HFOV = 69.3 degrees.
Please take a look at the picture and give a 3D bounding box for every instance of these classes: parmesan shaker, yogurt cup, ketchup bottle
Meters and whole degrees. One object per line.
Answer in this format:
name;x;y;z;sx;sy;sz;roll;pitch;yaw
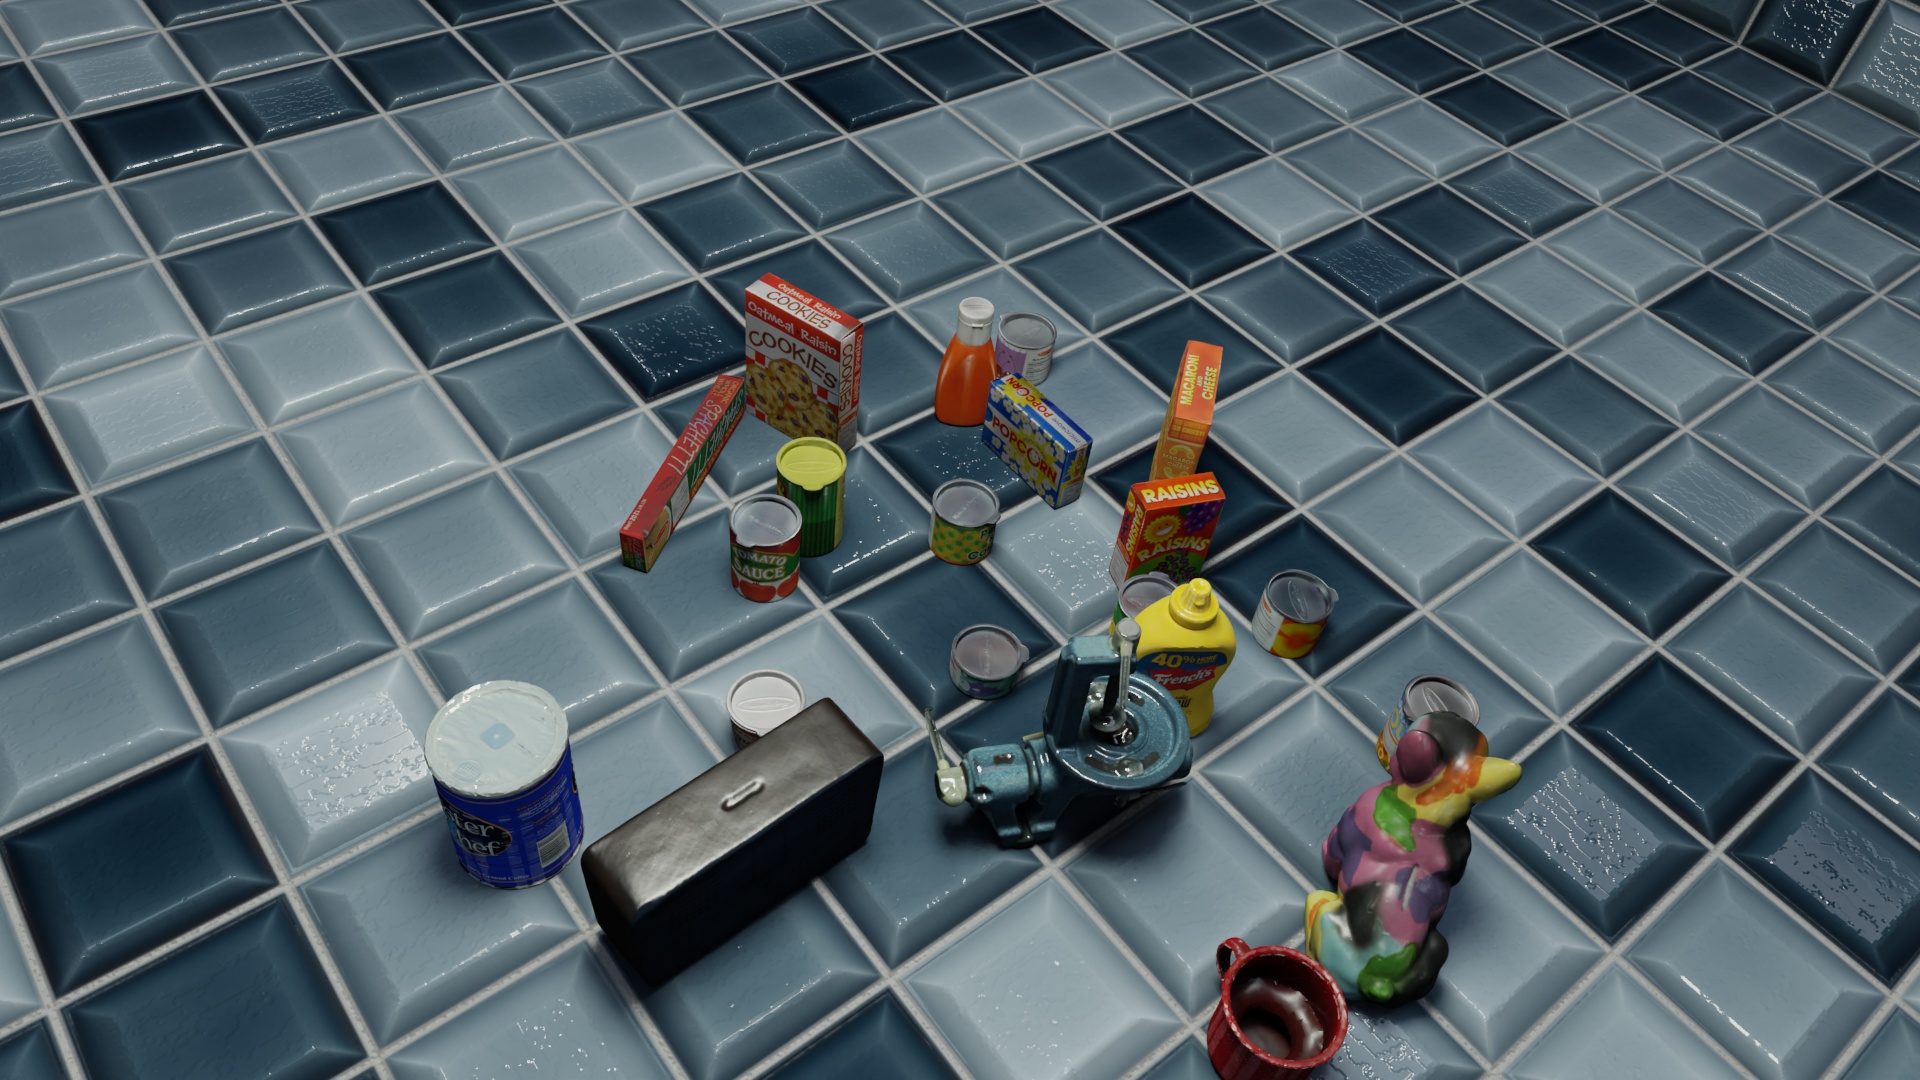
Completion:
parmesan shaker;-0.145;-0.039;1.342;0.071;0.102;0.072;4;47;-4
yogurt cup;-0.167;0.152;1.195;0.072;0.053;0.073;4;47;-4
ketchup bottle;0.010;-0.188;1.472;0.065;0.148;0.044;0;47;-8

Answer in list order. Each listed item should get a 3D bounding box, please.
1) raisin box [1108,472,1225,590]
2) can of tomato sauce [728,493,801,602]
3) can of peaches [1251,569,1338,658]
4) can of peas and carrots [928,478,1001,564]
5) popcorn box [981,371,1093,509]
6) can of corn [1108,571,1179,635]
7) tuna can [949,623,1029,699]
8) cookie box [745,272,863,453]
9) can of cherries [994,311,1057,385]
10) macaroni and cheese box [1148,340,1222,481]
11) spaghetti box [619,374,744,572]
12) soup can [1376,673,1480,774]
raisin box;0.199;-0.006;1.347;0.086;0.122;0.040;-8;49;-15
can of tomato sauce;-0.184;0.009;1.306;0.071;0.082;0.071;4;47;-4
can of peaches;0.321;0.071;1.337;0.071;0.057;0.071;4;47;-4
can of peas and carrots;0.005;-0.017;1.374;0.071;0.058;0.071;4;47;-4
popcorn box;0.078;-0.105;1.447;0.038;0.084;0.127;-27;56;-28
can of corn;0.177;0.074;1.314;0.071;0.058;0.071;4;47;-4
tuna can;0.026;0.111;1.275;0.071;0.032;0.071;4;47;-4
cookie box;-0.162;-0.177;1.424;0.123;0.166;0.040;30;50;19
can of cherries;0.071;-0.218;1.570;0.071;0.058;0.072;4;47;-4
macaroni and cheese box;0.222;-0.100;1.408;0.040;0.165;0.124;13;47;4
spaghetti box;-0.274;-0.073;1.392;0.029;0.049;0.251;16;47;6
soup can;0.413;0.170;1.240;0.071;0.083;0.072;4;47;-4
